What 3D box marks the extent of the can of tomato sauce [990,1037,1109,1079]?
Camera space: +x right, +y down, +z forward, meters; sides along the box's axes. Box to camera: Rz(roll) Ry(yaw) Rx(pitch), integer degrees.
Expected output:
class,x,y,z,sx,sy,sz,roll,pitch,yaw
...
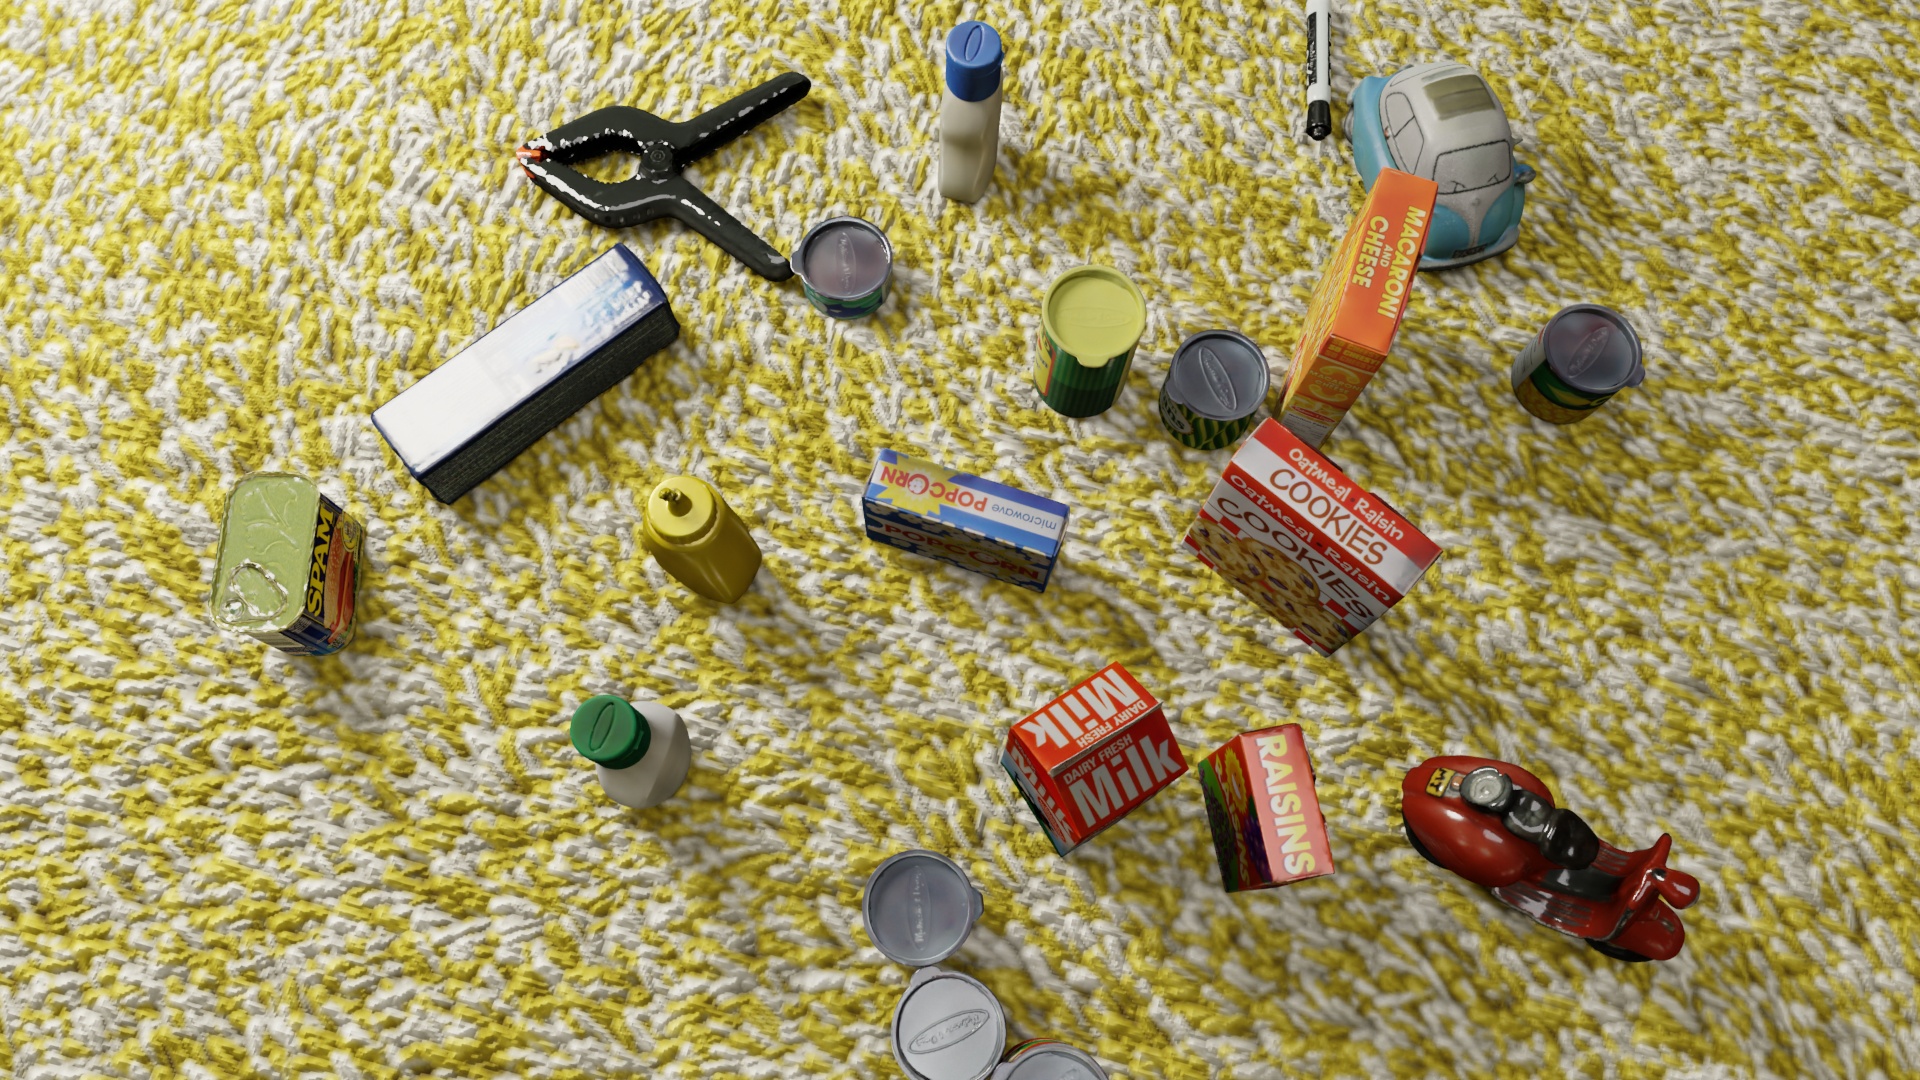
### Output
class,x,y,z,sx,sy,sz,roll,pitch,yaw
can of tomato sauce,0.048,0.319,0.790,0.071,0.083,0.071,0,73,-1

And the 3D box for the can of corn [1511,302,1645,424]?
class,x,y,z,sx,sy,sz,roll,pitch,yaw
can of corn,0.423,-0.118,0.951,0.071,0.058,0.071,0,73,-1

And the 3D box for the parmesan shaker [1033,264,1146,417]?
class,x,y,z,sx,sy,sz,roll,pitch,yaw
parmesan shaker,0.083,-0.127,0.922,0.071,0.102,0.071,0,73,-1

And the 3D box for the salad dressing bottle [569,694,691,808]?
class,x,y,z,sx,sy,sz,roll,pitch,yaw
salad dressing bottle,-0.192,0.121,0.813,0.044,0.147,0.064,17,73,4

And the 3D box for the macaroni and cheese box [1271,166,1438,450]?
class,x,y,z,sx,sy,sz,roll,pitch,yaw
macaroni and cheese box,0.251,-0.143,0.898,0.040,0.166,0.124,20,73,5

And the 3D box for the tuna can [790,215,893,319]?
class,x,y,z,sx,sy,sz,roll,pitch,yaw
tuna can,-0.083,-0.190,0.975,0.071,0.032,0.071,0,73,-1

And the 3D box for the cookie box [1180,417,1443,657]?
class,x,y,z,sx,sy,sz,roll,pitch,yaw
cookie box,0.208,0.003,0.851,0.123,0.167,0.040,39,76,10

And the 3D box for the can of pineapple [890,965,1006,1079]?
class,x,y,z,sx,sy,sz,roll,pitch,yaw
can of pineapple,-0.007,0.284,0.813,0.071,0.057,0.071,0,73,-1

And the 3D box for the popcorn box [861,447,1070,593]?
class,x,y,z,sx,sy,sz,roll,pitch,yaw
popcorn box,0.003,-0.011,0.893,0.127,0.085,0.038,17,73,4

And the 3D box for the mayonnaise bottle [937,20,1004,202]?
class,x,y,z,sx,sy,sz,roll,pitch,yaw
mayonnaise bottle,0.007,-0.294,0.950,0.041,0.147,0.065,14,73,3

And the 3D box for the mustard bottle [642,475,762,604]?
class,x,y,z,sx,sy,sz,roll,pitch,yaw
mustard bottle,-0.161,-0.005,0.847,0.065,0.159,0.049,28,74,7

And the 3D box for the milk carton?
class,x,y,z,sx,sy,sz,roll,pitch,yaw
milk carton,0.074,0.126,0.796,0.072,0.190,0.073,-31,76,-10

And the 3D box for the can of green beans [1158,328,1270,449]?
class,x,y,z,sx,sy,sz,roll,pitch,yaw
can of green beans,0.170,-0.101,0.940,0.071,0.057,0.071,0,73,-1

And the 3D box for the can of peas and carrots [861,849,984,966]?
class,x,y,z,sx,sy,sz,roll,pitch,yaw
can of peas and carrots,-0.022,0.221,0.832,0.071,0.058,0.071,0,73,-1

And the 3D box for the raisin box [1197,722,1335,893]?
class,x,y,z,sx,sy,sz,roll,pitch,yaw
raisin box,0.179,0.162,0.822,0.040,0.123,0.086,-8,73,-4
